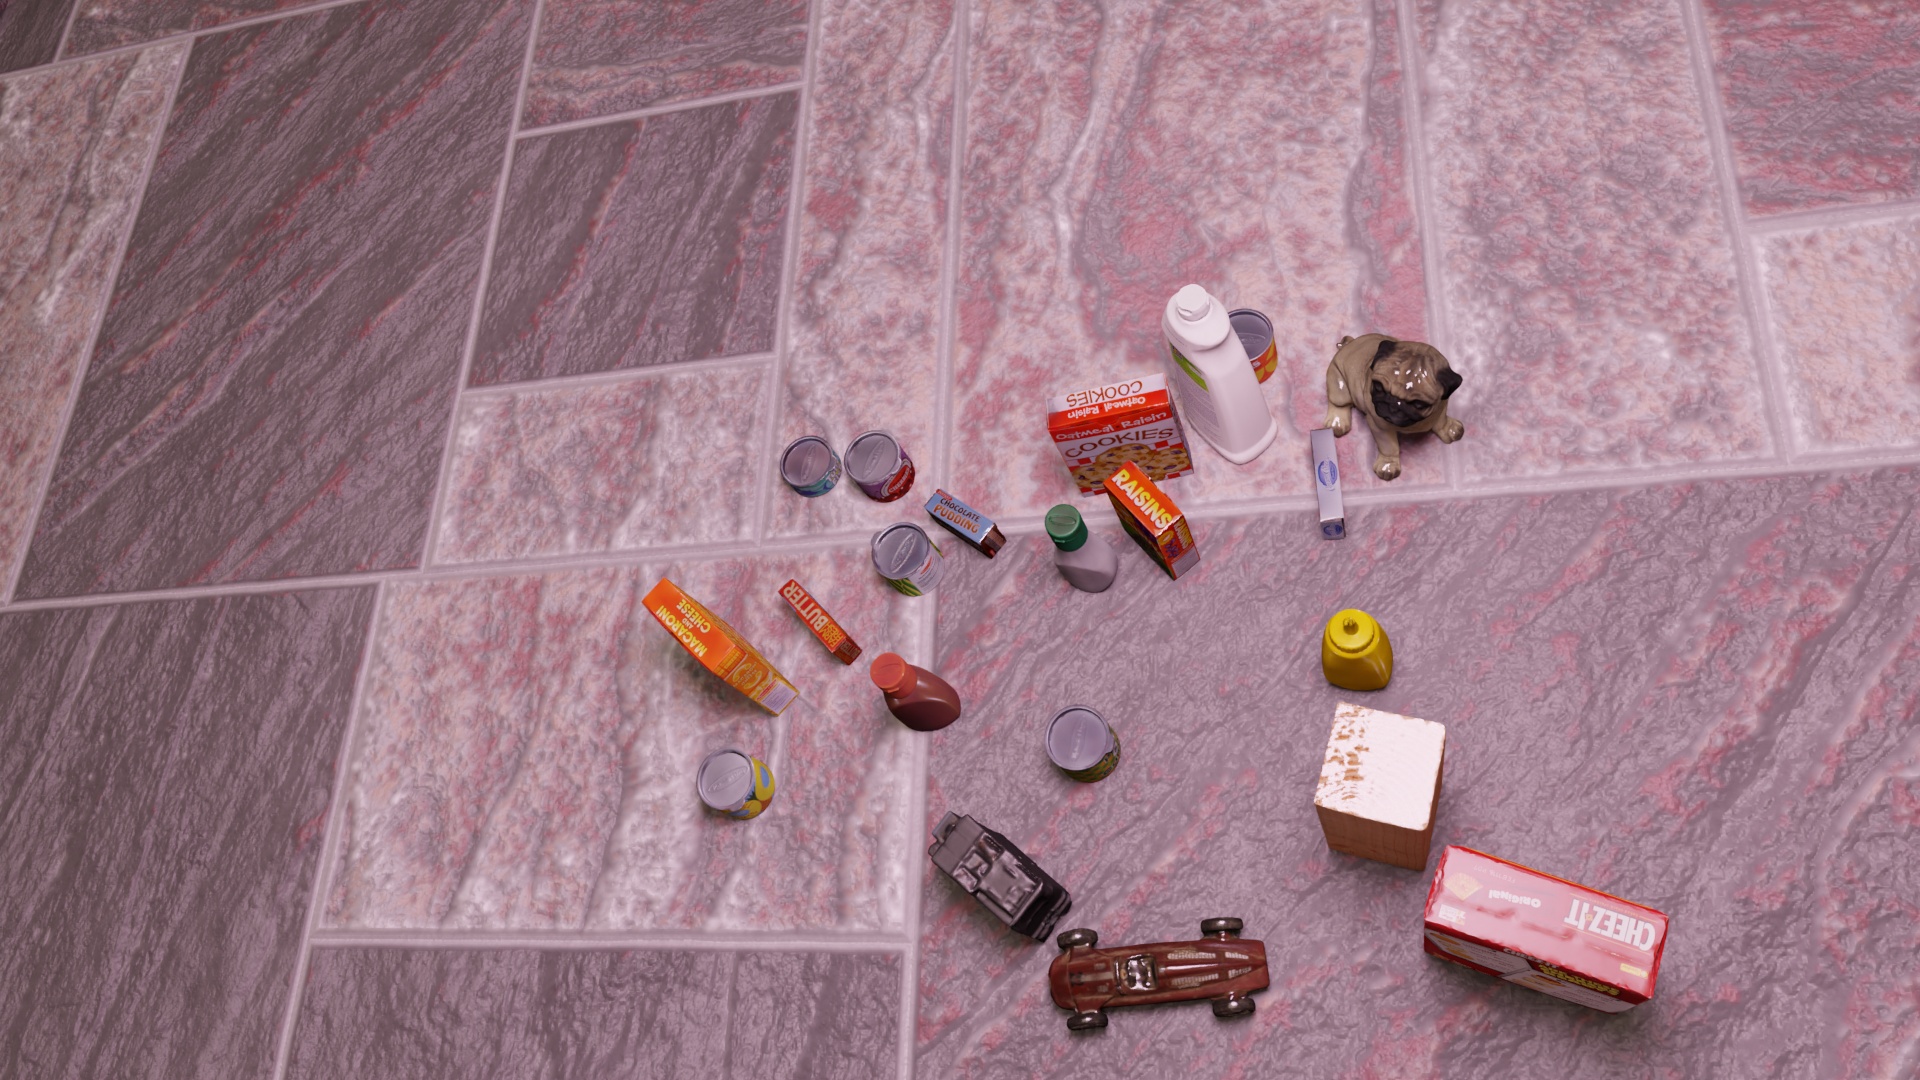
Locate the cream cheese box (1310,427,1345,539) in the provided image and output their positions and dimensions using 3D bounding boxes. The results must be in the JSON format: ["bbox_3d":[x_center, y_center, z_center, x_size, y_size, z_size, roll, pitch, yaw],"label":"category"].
[{"bbox_3d":[0.373,-0.057,1.409,0.024,0.053,0.104,-7,66,15],"label":"cream cheese box"}]

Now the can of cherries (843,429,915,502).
[{"bbox_3d":[-0.089,-0.081,1.567,0.071,0.058,0.072,-7,66,15],"label":"can of cherries"}]

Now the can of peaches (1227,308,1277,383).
[{"bbox_3d":[0.305,-0.204,1.493,0.071,0.058,0.071,-7,66,15],"label":"can of peaches"}]

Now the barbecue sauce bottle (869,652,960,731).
[{"bbox_3d":[-0.049,0.153,1.401,0.065,0.148,0.044,-16,64,11],"label":"barbecue sauce bottle"}]

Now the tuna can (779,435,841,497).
[{"bbox_3d":[-0.171,-0.085,1.610,0.071,0.032,0.071,-7,66,15],"label":"tuna can"}]

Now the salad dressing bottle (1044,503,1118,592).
[{"bbox_3d":[0.120,0.008,1.410,0.064,0.147,0.044,9,71,21],"label":"salad dressing bottle"}]

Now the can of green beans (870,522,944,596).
[{"bbox_3d":[-0.056,0.021,1.512,0.071,0.057,0.071,-7,66,15],"label":"can of green beans"}]

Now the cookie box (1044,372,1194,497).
[{"bbox_3d":[0.166,-0.105,1.433,0.123,0.167,0.040,-12,65,13],"label":"cookie box"}]

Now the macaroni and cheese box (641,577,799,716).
[{"bbox_3d":[-0.253,0.115,1.473,0.124,0.166,0.040,39,84,28],"label":"macaroni and cheese box"}]

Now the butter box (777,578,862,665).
[{"bbox_3d":[-0.153,0.089,1.517,0.024,0.053,0.104,-44,62,-3],"label":"butter box"}]

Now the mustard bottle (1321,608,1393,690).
[{"bbox_3d":[0.365,0.097,1.284,0.065,0.160,0.049,3,69,19],"label":"mustard bottle"}]

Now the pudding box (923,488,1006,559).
[{"bbox_3d":[0.005,-0.019,1.514,0.084,0.049,0.030,33,81,27],"label":"pudding box"}]

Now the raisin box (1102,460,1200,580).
[{"bbox_3d":[0.196,-0.019,1.411,0.040,0.123,0.086,-40,62,-1],"label":"raisin box"}]

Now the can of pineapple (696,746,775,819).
[{"bbox_3d":[-0.237,0.259,1.467,0.071,0.057,0.071,-7,66,15],"label":"can of pineapple"}]

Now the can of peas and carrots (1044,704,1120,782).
[{"bbox_3d":[0.124,0.202,1.374,0.071,0.058,0.071,-7,66,15],"label":"can of peas and carrots"}]
